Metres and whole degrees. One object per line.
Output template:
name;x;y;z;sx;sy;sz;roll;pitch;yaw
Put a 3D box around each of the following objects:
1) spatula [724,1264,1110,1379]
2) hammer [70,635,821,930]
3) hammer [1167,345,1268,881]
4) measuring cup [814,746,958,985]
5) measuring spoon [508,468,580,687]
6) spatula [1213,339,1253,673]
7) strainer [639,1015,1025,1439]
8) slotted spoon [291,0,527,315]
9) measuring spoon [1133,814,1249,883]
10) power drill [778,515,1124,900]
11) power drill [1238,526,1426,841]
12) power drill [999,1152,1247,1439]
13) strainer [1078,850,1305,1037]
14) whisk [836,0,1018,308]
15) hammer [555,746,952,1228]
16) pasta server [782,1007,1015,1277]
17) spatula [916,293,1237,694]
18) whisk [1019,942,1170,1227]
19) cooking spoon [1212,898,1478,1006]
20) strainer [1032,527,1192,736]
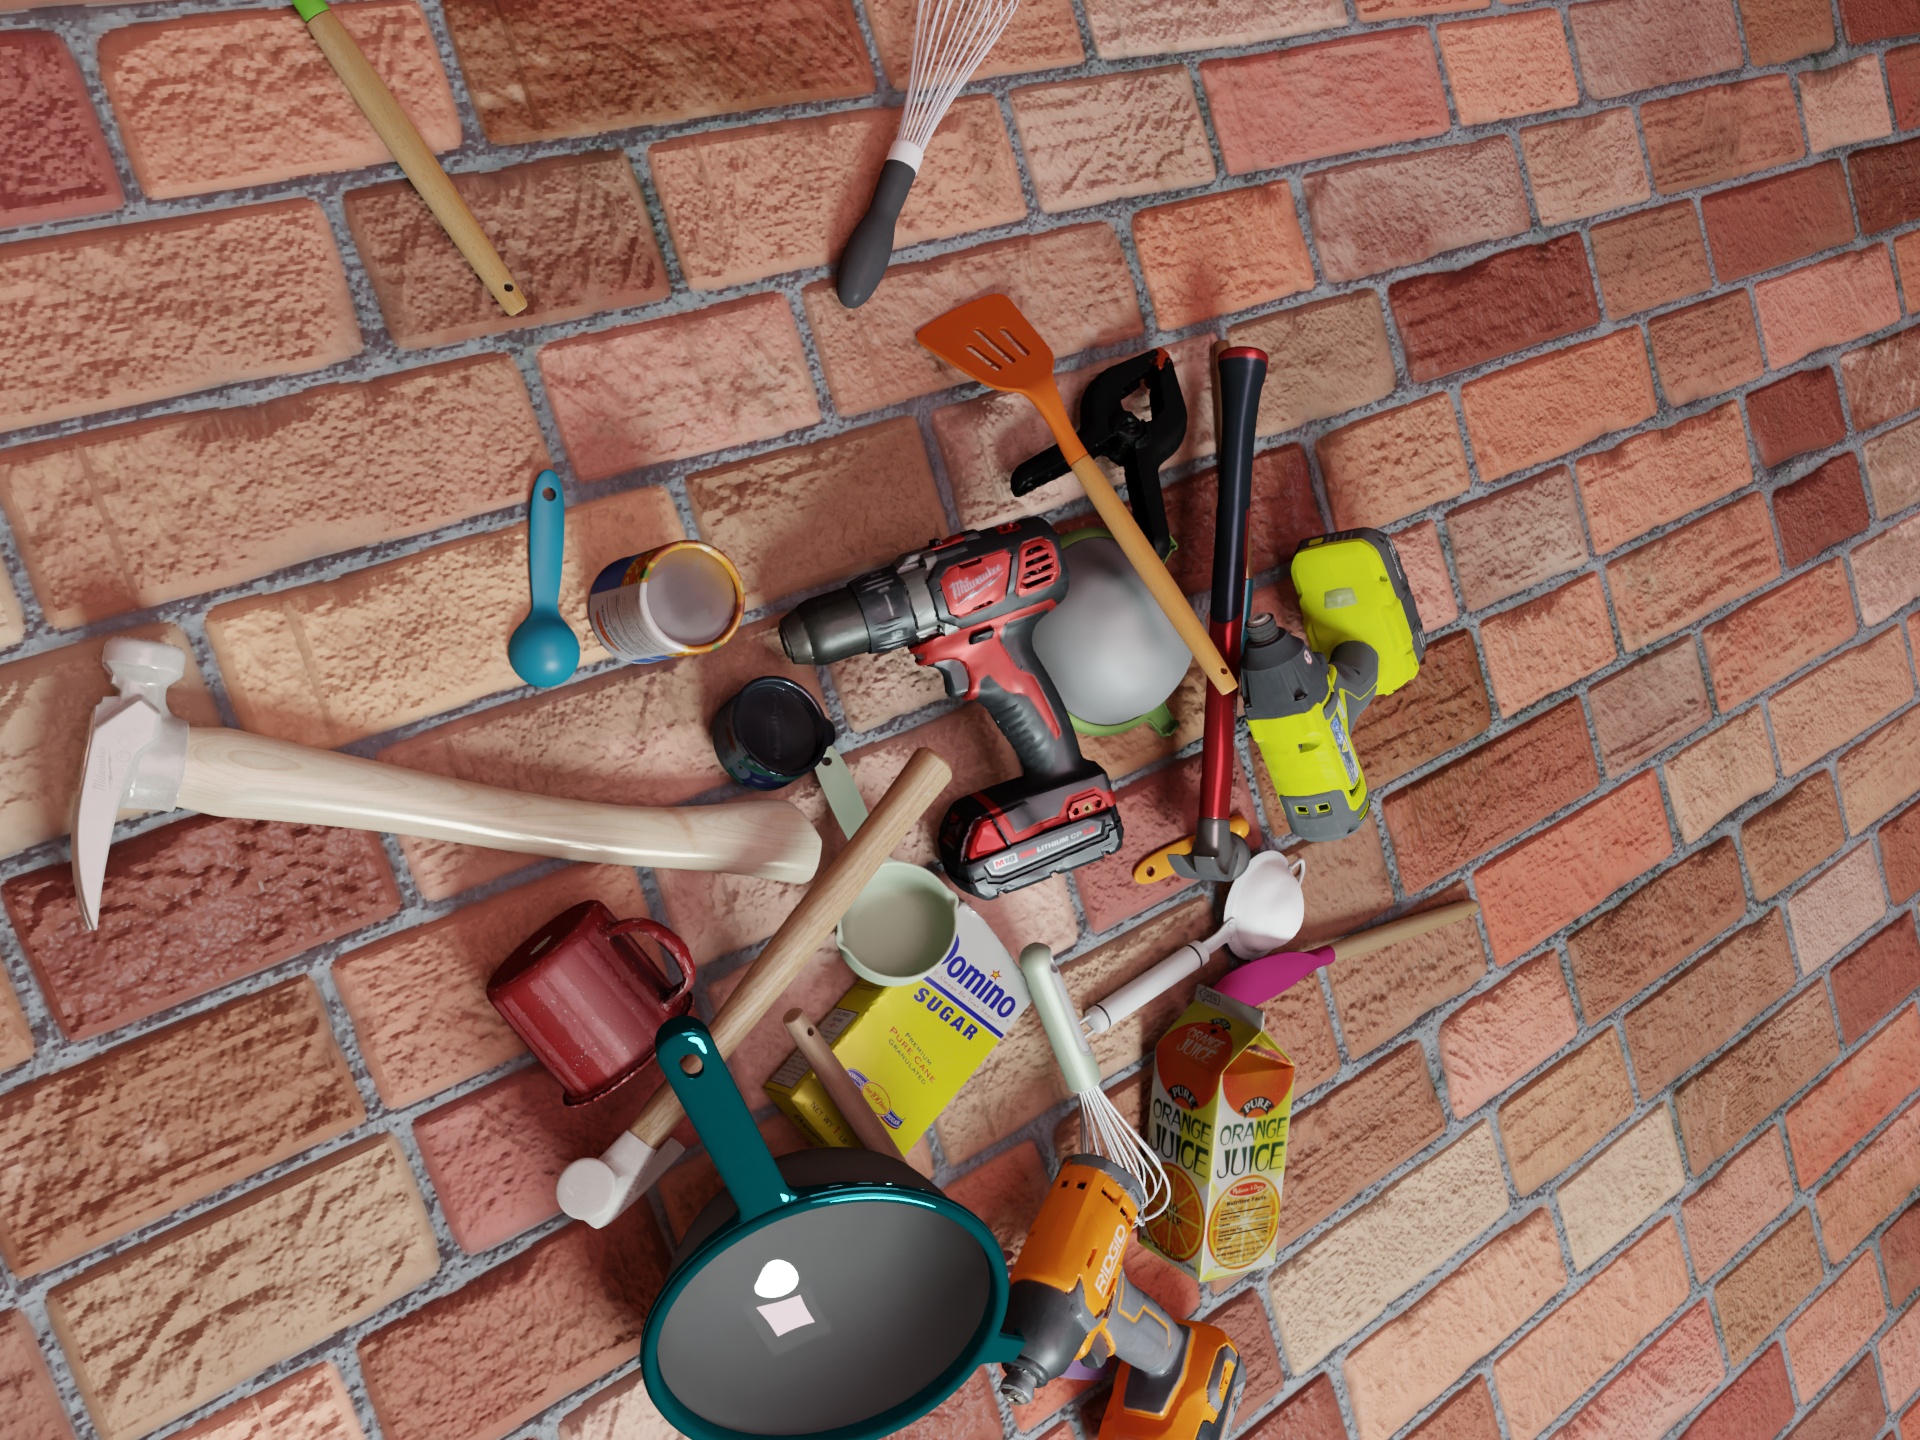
spatula;-0.017;0.391;1.055;0.315;0.018;0.060;22;66;-31
hammer;-0.265;0.063;0.894;0.410;0.038;0.146;11;78;-33
hammer;0.187;-0.080;1.133;0.143;0.038;0.386;17;76;-70
measuring cup;-0.060;0.091;1.016;0.083;0.038;0.168;-19;71;-18
measuring spoon;-0.239;-0.084;0.927;0.042;0.021;0.128;2;89;-33
spatula;0.224;-0.134;1.213;0.082;0.044;0.317;-5;89;-57
strainer;-0.102;0.271;0.896;0.211;0.095;0.340;-22;121;-5
slotted spoon;-0.335;-0.364;0.875;0.070;0.031;0.313;-41;111;-25
measuring spoon;0.175;0.097;1.191;0.117;0.011;0.021;-21;100;-31
power drill;-0.002;-0.003;1.026;0.188;0.080;0.226;-19;103;-11
power drill;0.268;-0.043;1.163;0.223;0.080;0.171;-52;125;-48
power drill;0.101;0.422;1.056;0.226;0.084;0.164;60;42;-27
strainer;0.183;0.171;1.180;0.258;0.050;0.086;-27;117;-27
whisk;-0.026;-0.402;1.060;0.070;0.070;0.285;24;81;-30
hammer;-0.112;0.150;0.928;0.031;0.130;0.331;36;73;7
pasta server;-0.027;0.292;0.991;0.060;0.040;0.316;-57;130;-41
spatula;0.090;-0.153;1.078;0.081;0.041;0.322;-33;90;-26
whisk;0.088;0.252;1.087;0.058;0.059;0.246;-75;148;-62
cooking spoon;0.309;0.180;1.262;0.318;0.068;0.017;-9;49;-35
strainer;0.072;-0.066;1.097;0.256;0.069;0.151;1;88;-34
